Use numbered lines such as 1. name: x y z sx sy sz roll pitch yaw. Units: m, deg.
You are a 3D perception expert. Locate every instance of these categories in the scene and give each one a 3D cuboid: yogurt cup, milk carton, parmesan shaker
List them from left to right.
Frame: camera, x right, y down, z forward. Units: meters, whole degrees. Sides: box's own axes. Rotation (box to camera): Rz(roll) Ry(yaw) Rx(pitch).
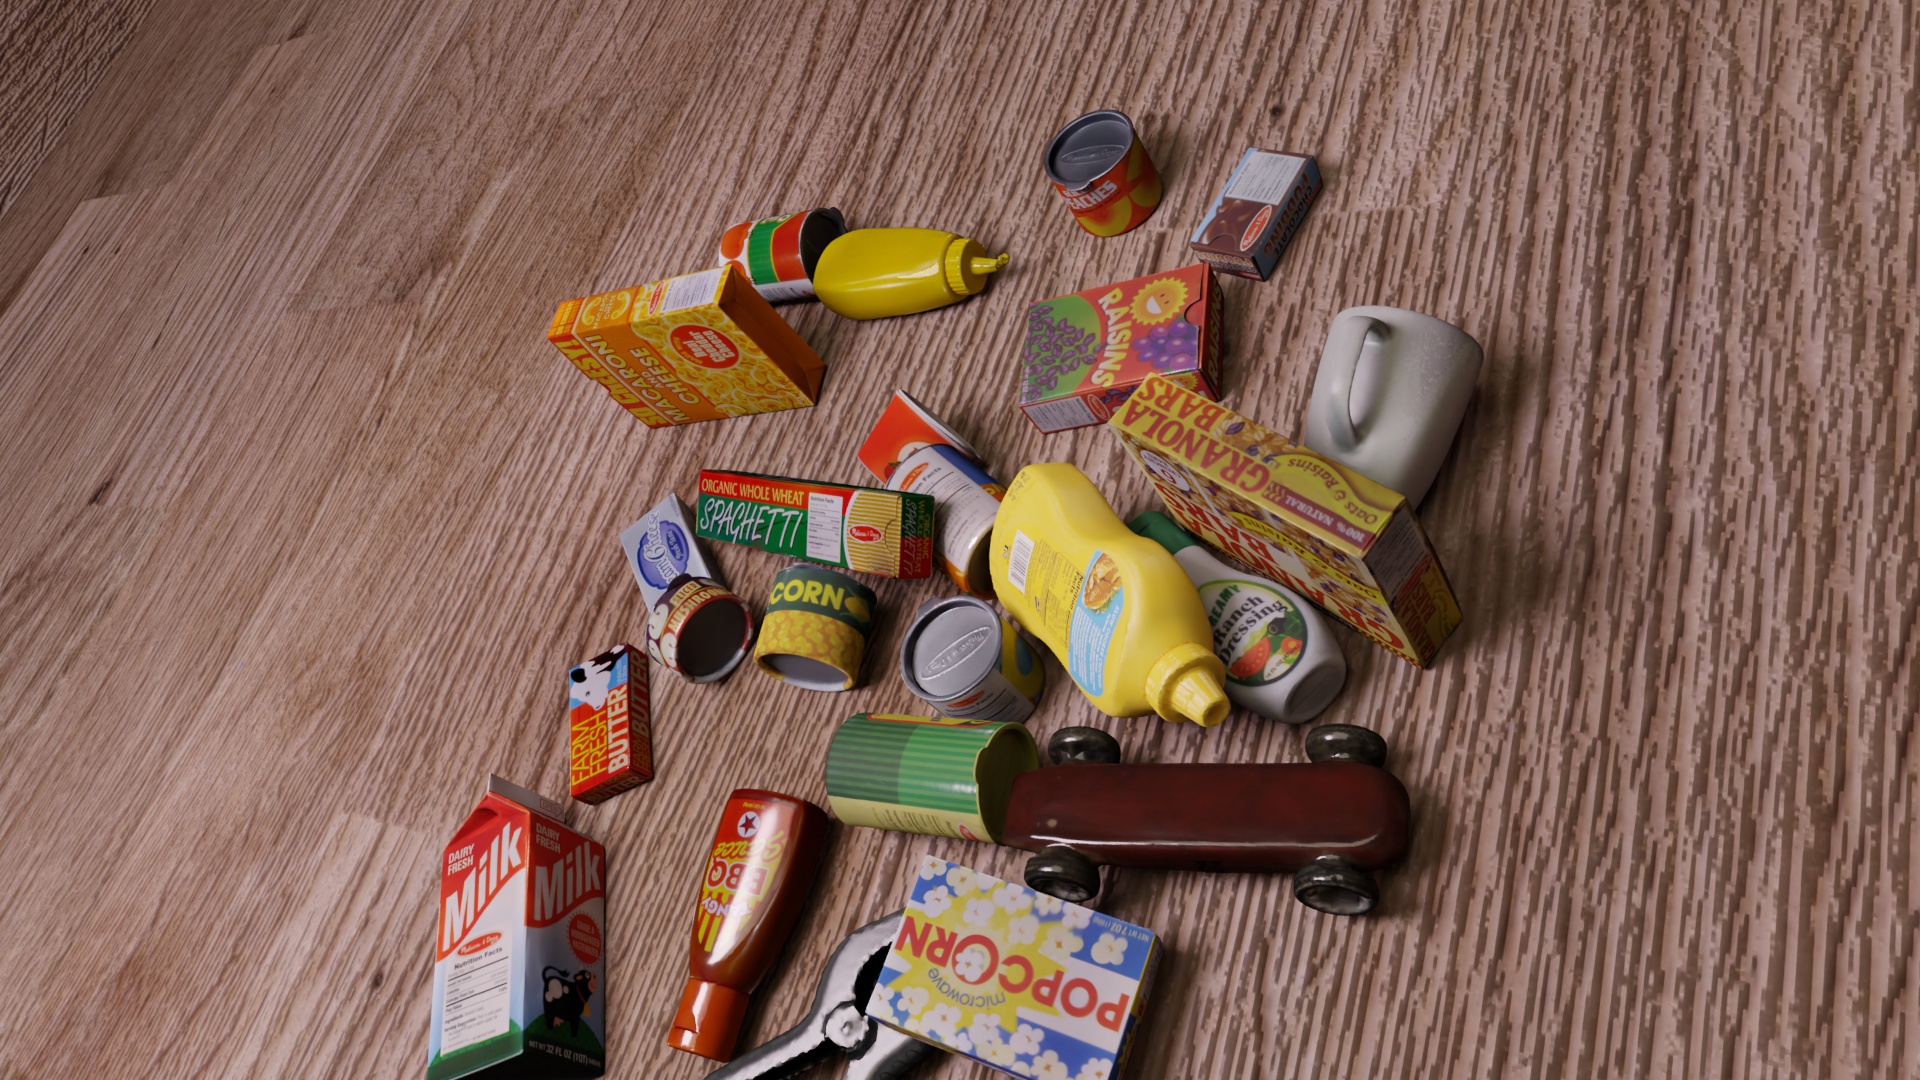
1. milk carton: -0.272 0.239 0.862 0.073 0.072 0.191 -25 52 17
2. yogurt cup: -0.030 -0.058 0.911 0.054 0.072 0.072 -50 47 6
3. parmesan shaker: -0.017 0.129 0.772 0.103 0.071 0.071 0 61 32

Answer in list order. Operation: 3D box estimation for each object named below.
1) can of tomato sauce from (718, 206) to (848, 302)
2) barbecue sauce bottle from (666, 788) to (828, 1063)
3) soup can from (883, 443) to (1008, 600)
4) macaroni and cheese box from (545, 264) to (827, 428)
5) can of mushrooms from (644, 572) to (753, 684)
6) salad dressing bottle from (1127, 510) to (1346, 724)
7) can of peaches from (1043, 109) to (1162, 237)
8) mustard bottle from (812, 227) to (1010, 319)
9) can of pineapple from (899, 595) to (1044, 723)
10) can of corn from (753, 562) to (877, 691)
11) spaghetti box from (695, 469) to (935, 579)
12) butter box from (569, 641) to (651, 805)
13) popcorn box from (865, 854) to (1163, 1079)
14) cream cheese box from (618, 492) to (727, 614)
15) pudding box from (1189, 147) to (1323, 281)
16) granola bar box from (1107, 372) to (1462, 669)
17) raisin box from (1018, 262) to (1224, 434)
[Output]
1. can of tomato sauce: -0.136 -0.222 1.081 0.083 0.071 0.071 -1 61 33
2. barbecue sauce bottle: -0.126 0.220 0.801 0.065 0.043 0.149 1 62 32
3. soup can: 0.003 -0.011 0.856 0.071 0.071 0.084 -48 52 -3
4. macaroni and cheese box: -0.203 -0.139 1.032 0.166 0.123 0.040 -5 58 30
5. can of mushrooms: -0.172 0.058 0.919 0.033 0.071 0.071 27 77 39
6. salad dressing bottle: 0.142 0.037 0.750 0.064 0.044 0.148 -47 47 3
7. can of peaches: 0.099 -0.250 0.958 0.071 0.058 0.071 -16 54 23
8. mustard bottle: -0.031 -0.196 1.010 0.160 0.048 0.065 4 63 34
9. can of pineapple: 0.007 0.072 0.803 0.071 0.057 0.071 -16 53 23
10. can of corn: -0.092 0.055 0.869 0.071 0.071 0.058 -4 60 31
11. spaghetti box: -0.102 -0.015 0.899 0.250 0.029 0.050 10 97 52
12. butter box: -0.240 0.125 0.948 0.053 0.024 0.104 -27 50 16
13. popcorn box: 0.027 0.218 0.687 0.127 0.038 0.085 14 67 22
14. cream cheese box: -0.207 0.016 0.999 0.053 0.024 0.104 -39 48 6
15. pudding box: 0.190 -0.210 0.892 0.050 0.030 0.084 22 74 39
16. granola bar box: 0.166 -0.012 0.713 0.039 0.124 0.166 -50 48 -5
17. raisin box: 0.103 -0.122 0.883 0.123 0.040 0.086 -8 56 27
